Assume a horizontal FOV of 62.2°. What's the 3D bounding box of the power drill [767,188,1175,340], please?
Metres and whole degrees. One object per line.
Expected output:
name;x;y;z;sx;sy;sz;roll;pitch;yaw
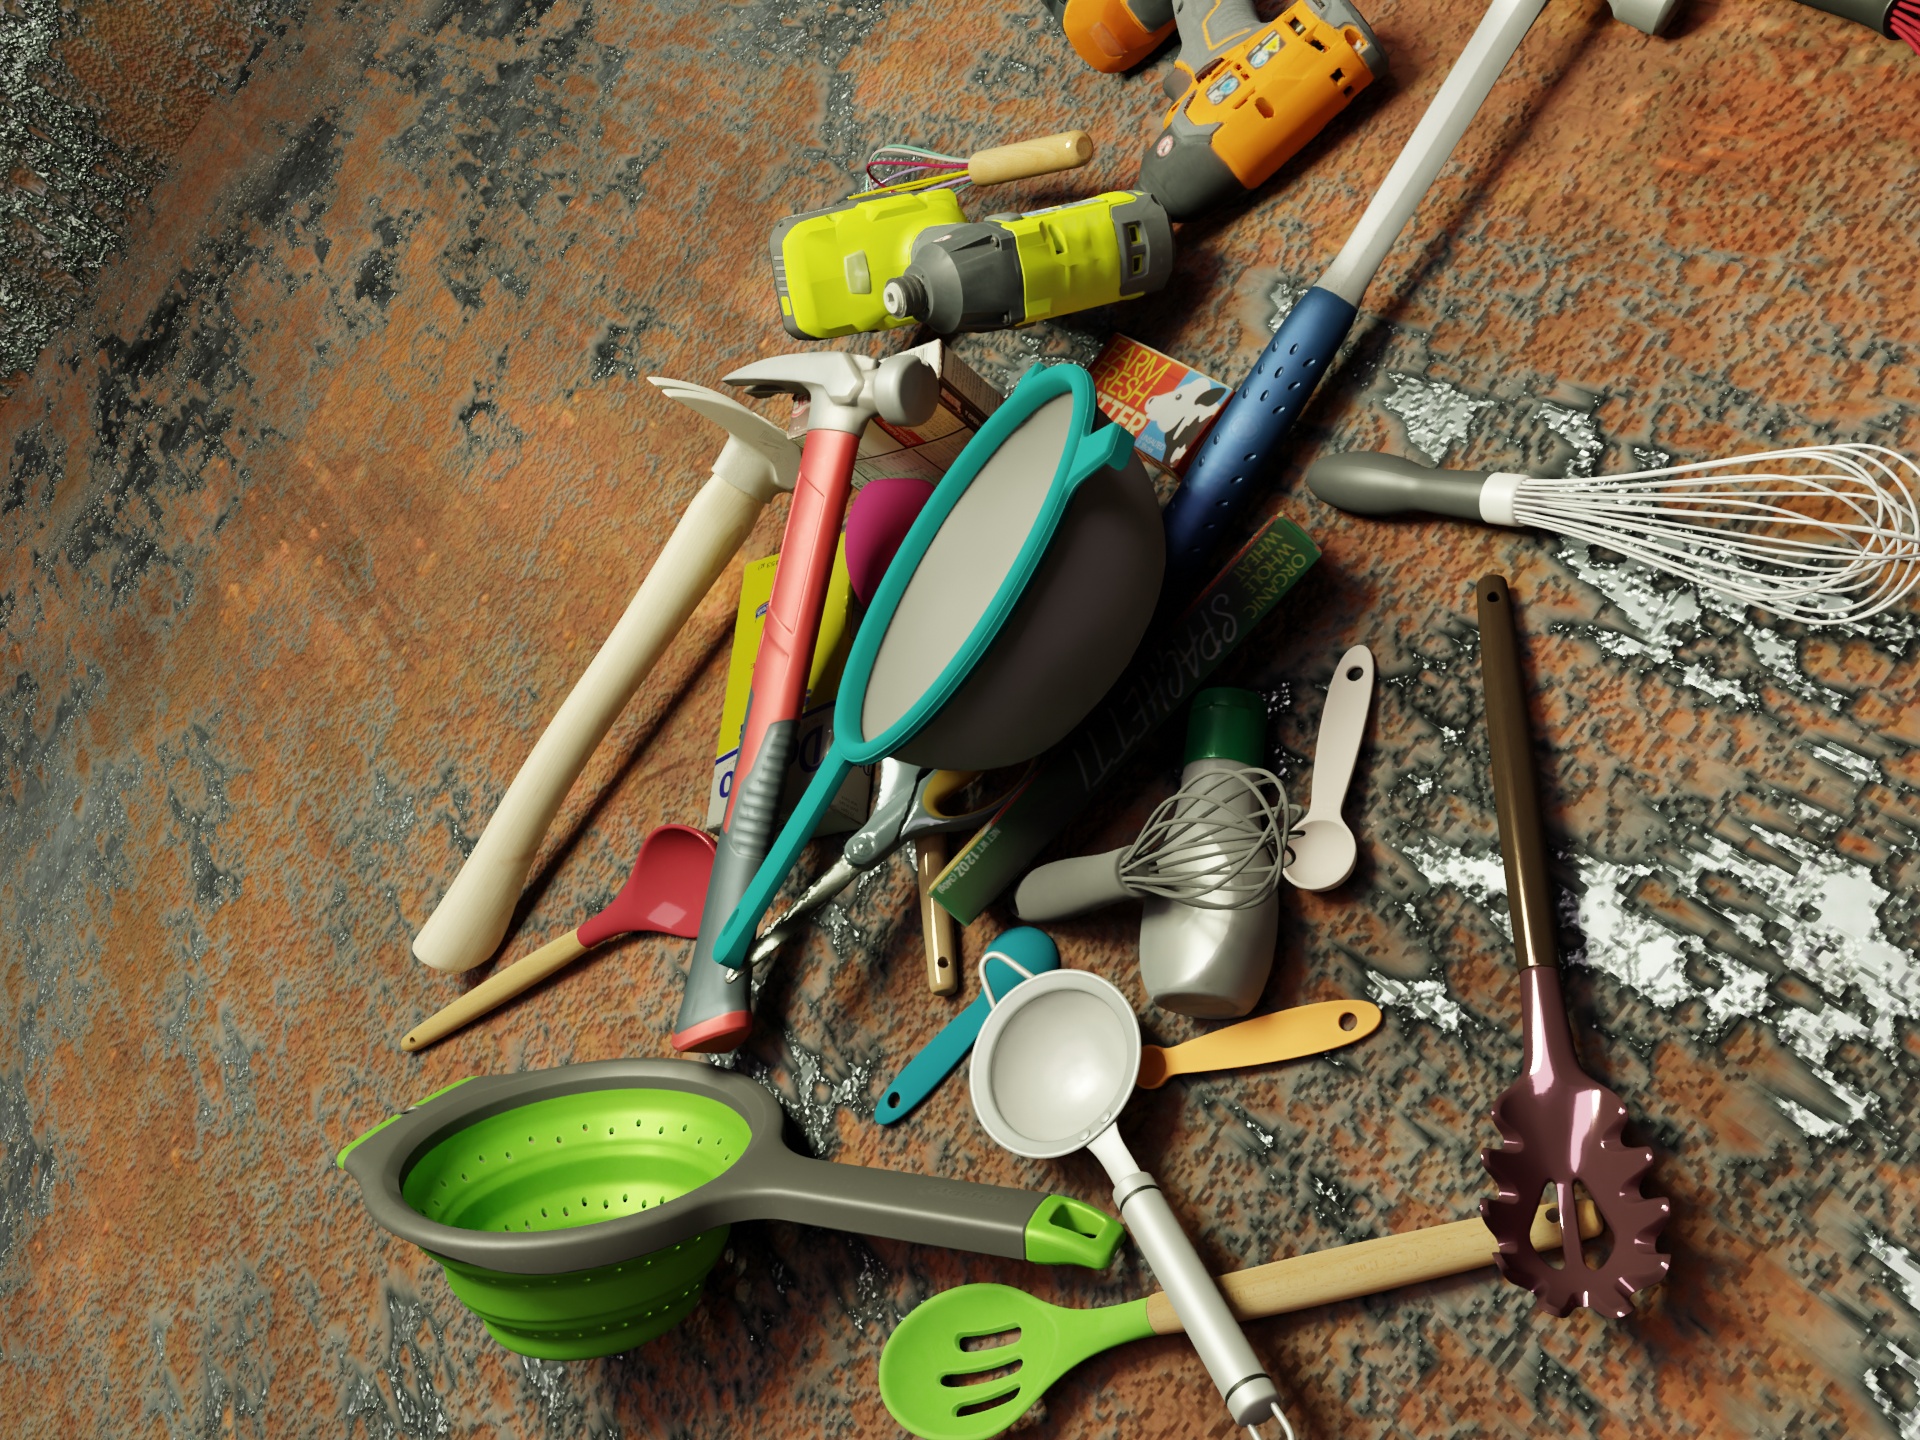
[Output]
power drill;-0.011;-0.260;0.913;0.171;0.080;0.223;-21;24;-28

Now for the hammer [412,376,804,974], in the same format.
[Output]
hammer;-0.234;-0.017;1.000;0.410;0.146;0.038;-56;45;7

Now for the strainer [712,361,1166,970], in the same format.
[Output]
strainer;-0.001;-0.002;0.769;0.340;0.095;0.211;-58;18;13

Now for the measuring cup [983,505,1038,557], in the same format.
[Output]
measuring cup;0.041;-0.088;0.852;0.095;0.052;0.174;-36;46;19

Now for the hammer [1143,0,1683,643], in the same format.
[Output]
hammer;0.187;-0.221;0.791;0.144;0.035;0.405;33;94;16

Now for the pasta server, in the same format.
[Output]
pasta server;0.221;0.069;0.613;0.060;0.040;0.316;-5;57;16

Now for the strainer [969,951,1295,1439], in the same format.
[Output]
strainer;0.070;0.193;0.662;0.087;0.050;0.259;-41;40;7

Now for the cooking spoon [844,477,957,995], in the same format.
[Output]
cooking spoon;-0.022;-0.004;0.870;0.068;0.017;0.319;-2;63;-7

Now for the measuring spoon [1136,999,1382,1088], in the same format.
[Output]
measuring spoon;0.127;0.140;0.686;0.117;0.011;0.021;-20;59;27

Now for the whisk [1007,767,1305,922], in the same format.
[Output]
whisk;0.073;0.063;0.687;0.239;0.055;0.055;-30;43;64

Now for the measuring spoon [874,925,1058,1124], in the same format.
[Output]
measuring spoon;-0.004;0.150;0.779;0.128;0.021;0.042;-48;45;8

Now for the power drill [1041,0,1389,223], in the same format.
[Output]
power drill;0.129;-0.390;0.930;0.164;0.084;0.227;-39;51;20

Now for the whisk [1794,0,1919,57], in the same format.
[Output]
whisk;0.404;-0.286;0.657;0.073;0.073;0.296;-40;41;16

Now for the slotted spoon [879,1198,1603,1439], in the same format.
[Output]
slotted spoon;0.101;0.237;0.640;0.314;0.031;0.070;-24;38;26

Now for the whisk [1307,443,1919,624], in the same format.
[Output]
whisk;0.261;-0.090;0.672;0.285;0.070;0.070;19;80;50

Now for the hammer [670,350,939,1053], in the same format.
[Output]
hammer;-0.112;-0.013;0.874;0.143;0.038;0.386;9;85;39

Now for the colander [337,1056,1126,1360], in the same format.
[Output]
colander;-0.112;0.253;0.764;0.397;0.204;0.094;1;102;24

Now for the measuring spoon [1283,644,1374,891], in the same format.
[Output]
measuring spoon;0.171;0.022;0.714;0.034;0.018;0.124;0;60;34

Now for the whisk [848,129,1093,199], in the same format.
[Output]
whisk;0.004;-0.351;1.014;0.245;0.047;0.051;15;91;54

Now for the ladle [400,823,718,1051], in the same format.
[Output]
ladle;-0.249;0.146;0.984;0.315;0.031;0.069;-31;84;28
